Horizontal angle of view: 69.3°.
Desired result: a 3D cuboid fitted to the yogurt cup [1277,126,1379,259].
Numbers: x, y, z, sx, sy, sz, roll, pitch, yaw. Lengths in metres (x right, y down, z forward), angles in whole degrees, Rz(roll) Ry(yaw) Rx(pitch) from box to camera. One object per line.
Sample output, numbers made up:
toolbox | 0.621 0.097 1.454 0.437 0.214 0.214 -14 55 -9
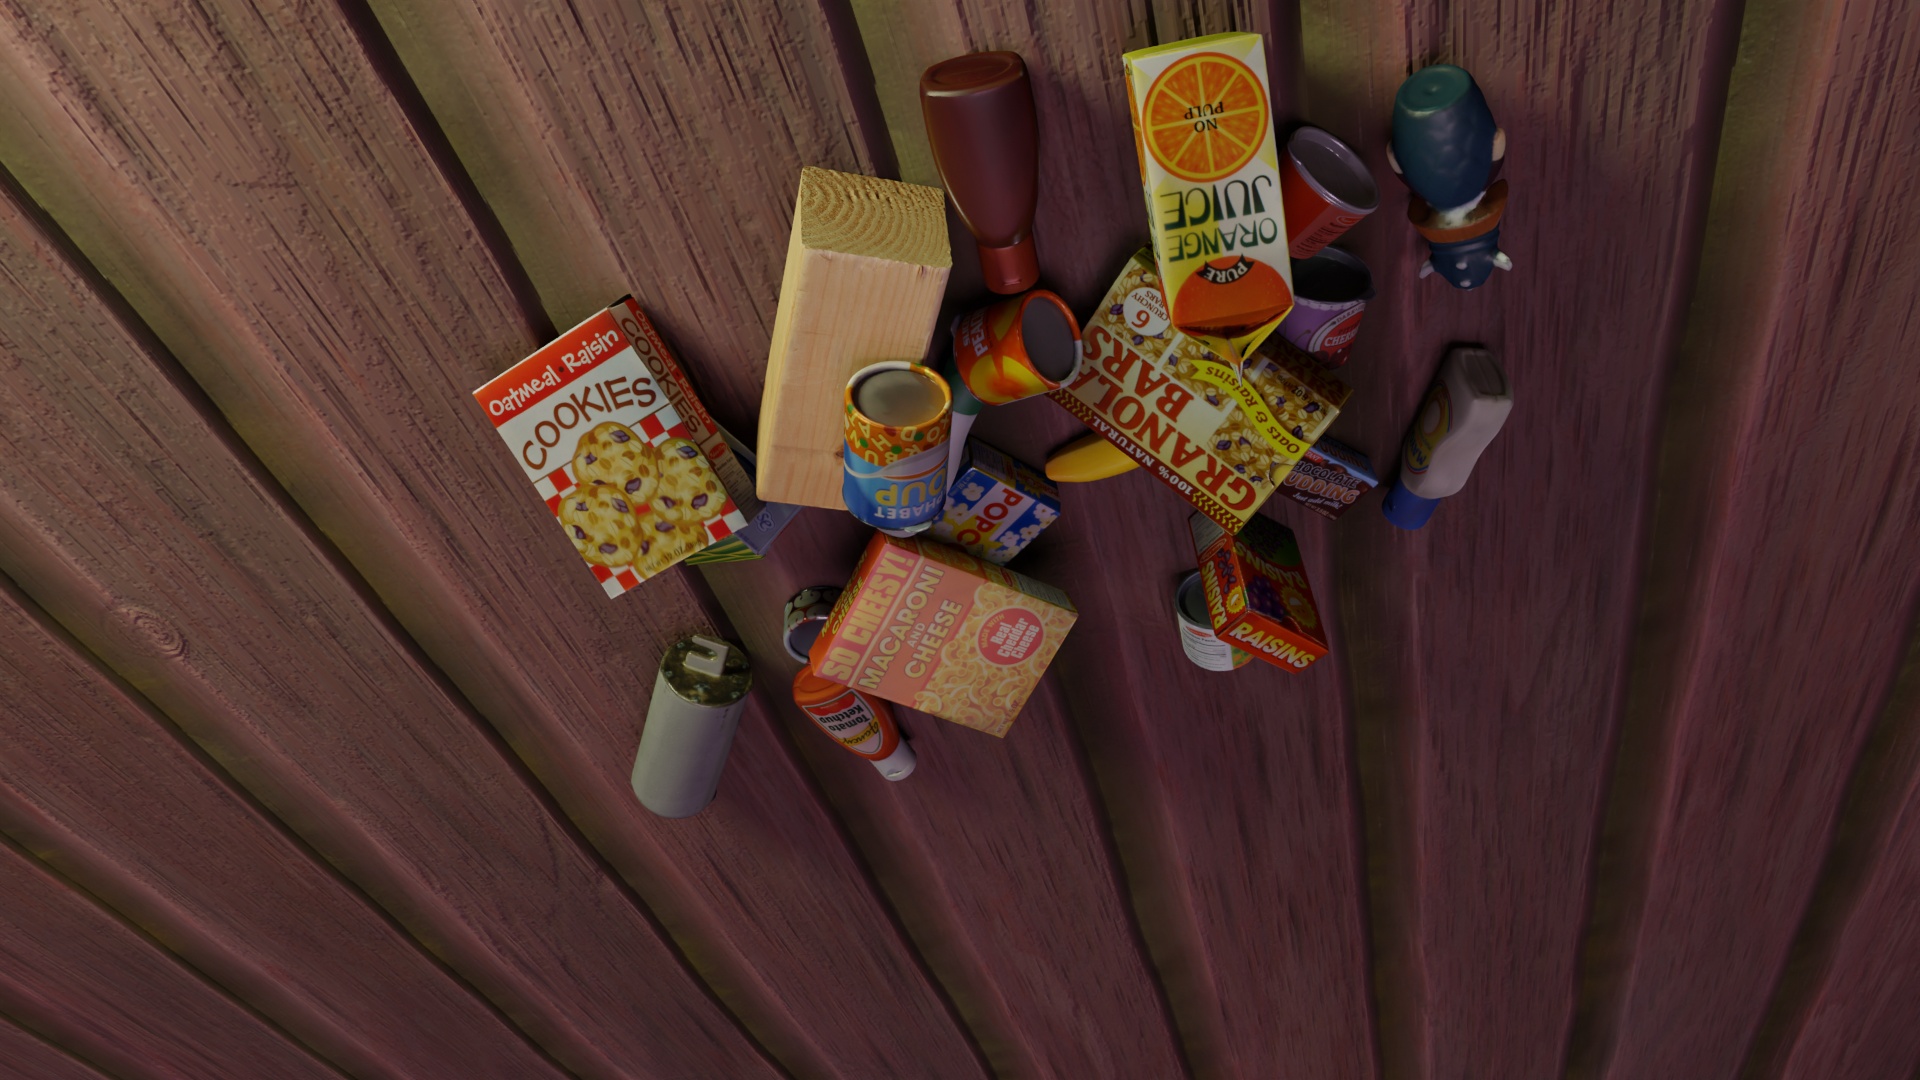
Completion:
yogurt cup | 0.213 -0.210 0.850 0.072 0.073 0.053 19 139 -22

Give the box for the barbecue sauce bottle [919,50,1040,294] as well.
barbecue sauce bottle | 0.020 -0.217 0.839 0.065 0.044 0.147 -9 136 6

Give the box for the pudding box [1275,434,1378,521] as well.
pudding box | 0.264 -0.053 1.039 0.083 0.030 0.049 23 129 -26

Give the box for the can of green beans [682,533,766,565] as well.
can of green beans | -0.174 -0.016 1.013 0.058 0.071 0.071 -5 136 0

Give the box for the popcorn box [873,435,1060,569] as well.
popcorn box | 0.004 -0.013 1.052 0.085 0.038 0.126 26 128 -28

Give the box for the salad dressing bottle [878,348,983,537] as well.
salad dressing bottle | -0.020 -0.070 0.976 0.044 0.064 0.147 7 127 -36

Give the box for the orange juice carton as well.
orange juice carton | 0.146 -0.190 0.805 0.073 0.072 0.192 -10 110 6

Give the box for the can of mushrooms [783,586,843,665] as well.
can of mushrooms | -0.109 0.071 1.133 0.071 0.034 0.070 -2 135 -2

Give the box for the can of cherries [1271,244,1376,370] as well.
can of cherries | 0.231 -0.150 0.906 0.071 0.072 0.058 -1 136 -4

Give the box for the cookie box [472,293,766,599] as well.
cookie box | -0.227 -0.061 0.930 0.122 0.040 0.167 -27 103 21

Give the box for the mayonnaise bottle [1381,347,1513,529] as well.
mayonnaise bottle | 0.350 -0.068 1.010 0.041 0.065 0.147 3 139 -9

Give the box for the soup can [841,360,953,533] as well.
soup can | -0.038 -0.056 0.851 0.071 0.072 0.083 0 136 -5

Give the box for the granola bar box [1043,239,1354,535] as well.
granola bar box | 0.153 -0.098 0.918 0.165 0.039 0.123 37 130 5

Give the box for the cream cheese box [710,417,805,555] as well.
cream cheese box | -0.161 -0.041 0.968 0.104 0.024 0.053 40 86 1

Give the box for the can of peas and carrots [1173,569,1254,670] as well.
can of peas and carrots | 0.212 0.062 1.130 0.071 0.071 0.058 -11 136 7

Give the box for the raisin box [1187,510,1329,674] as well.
raisin box | 0.226 0.032 1.056 0.086 0.124 0.040 25 129 -27

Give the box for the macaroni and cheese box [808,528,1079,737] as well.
macaroni and cheese box | -0.013 0.070 1.053 0.166 0.040 0.123 21 110 -23

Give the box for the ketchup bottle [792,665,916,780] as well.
ketchup bottle | -0.086 0.159 1.219 0.064 0.044 0.148 -20 134 15

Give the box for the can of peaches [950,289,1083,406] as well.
can of peaches | 0.037 -0.127 0.905 0.058 0.071 0.071 -11 142 43
